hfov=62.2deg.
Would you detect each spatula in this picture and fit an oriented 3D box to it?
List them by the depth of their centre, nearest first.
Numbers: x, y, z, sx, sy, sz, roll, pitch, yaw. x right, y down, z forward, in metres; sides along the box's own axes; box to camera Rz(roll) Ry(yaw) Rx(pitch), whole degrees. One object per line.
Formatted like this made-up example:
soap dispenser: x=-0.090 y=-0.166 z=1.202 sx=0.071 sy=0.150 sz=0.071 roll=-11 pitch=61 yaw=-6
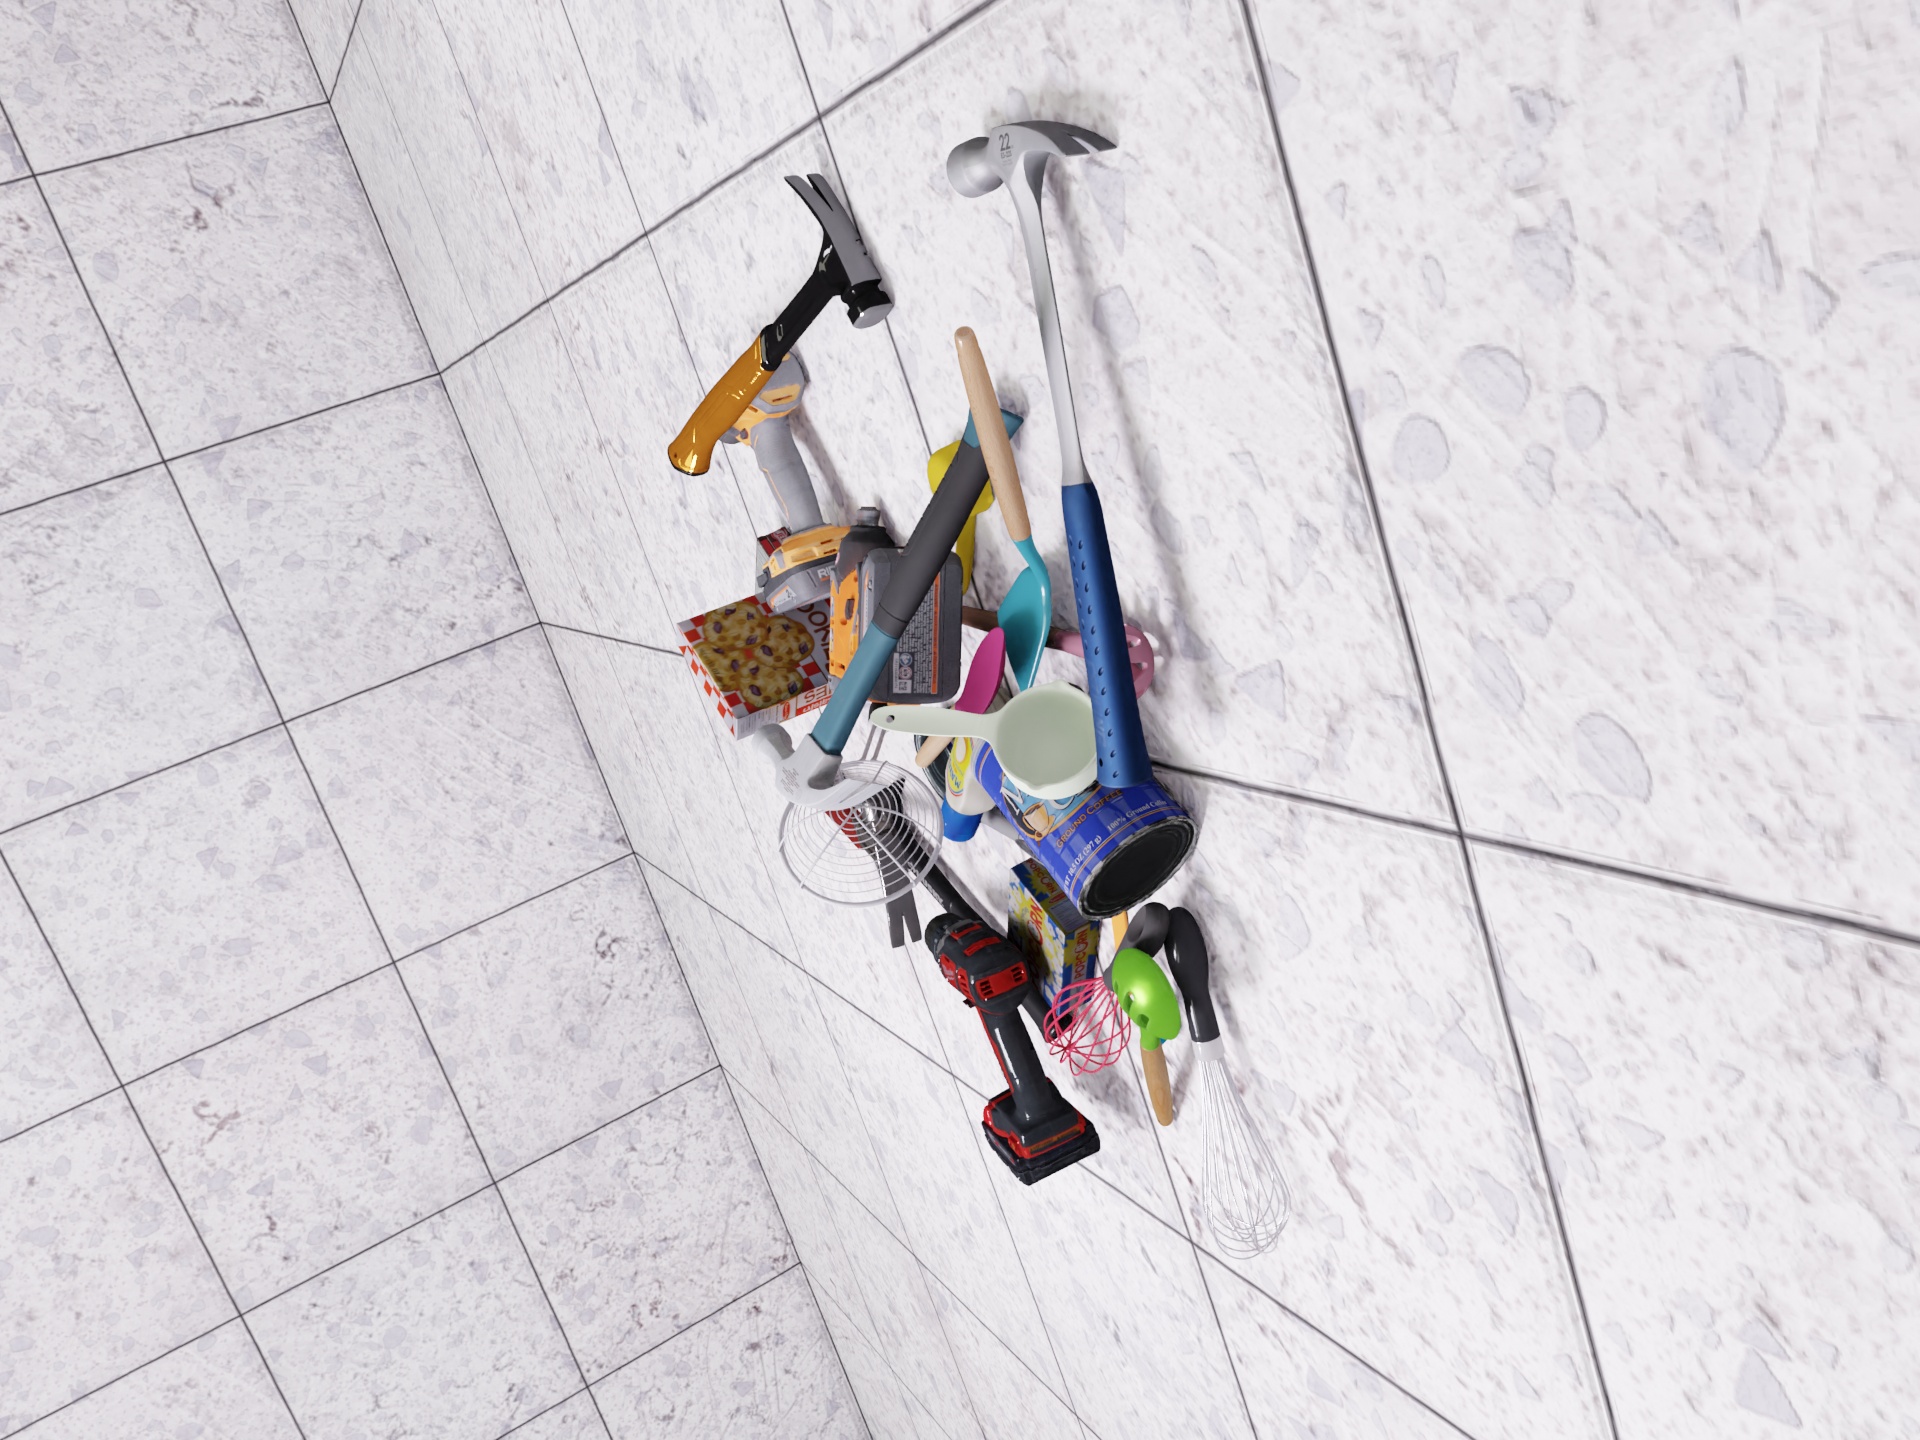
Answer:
spatula: x=0.025 y=-0.135 z=1.045 sx=0.317 sy=0.044 sz=0.082 roll=69 pitch=-176 yaw=-55

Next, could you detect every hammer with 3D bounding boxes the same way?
hammer: x=0.071 y=-0.155 z=0.968 sx=0.144 sy=0.035 sz=0.405 roll=15 pitch=119 yaw=62
hammer: x=-0.048 y=-0.079 z=1.138 sx=0.128 sy=0.033 sz=0.331 roll=46 pitch=115 yaw=43
hammer: x=-0.171 y=-0.303 z=1.317 sx=0.337 sy=0.034 sz=0.127 roll=-34 pitch=81 yaw=52
hammer: x=0.006 y=0.190 z=1.552 sx=0.335 sy=0.035 sz=0.146 roll=46 pitch=152 yaw=40
hammer: x=-0.111 y=0.114 z=1.648 sx=0.359 sy=0.036 sz=0.149 roll=-150 pitch=48 yaw=-71

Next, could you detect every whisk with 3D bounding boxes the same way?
whisk: x=0.190 y=0.272 z=1.184 sx=0.070 sy=0.070 sz=0.284 roll=9 pitch=116 yaw=65
whisk: x=0.118 y=0.209 z=1.240 sx=0.073 sy=0.073 sz=0.295 roll=56 pitch=156 yaw=22

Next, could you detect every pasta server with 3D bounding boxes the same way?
pasta server: x=0.055 y=-0.061 z=1.169 sx=0.316 sy=0.040 sz=0.060 roll=22 pitch=122 yaw=62

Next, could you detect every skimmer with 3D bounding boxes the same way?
skimmer: x=-0.072 y=0.048 z=1.337 sx=0.363 sy=0.127 sz=0.090 roll=-82 pitch=-11 yaw=-74

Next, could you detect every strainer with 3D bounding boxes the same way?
strainer: x=0.061 y=0.096 z=1.318 sx=0.086 sy=0.050 sz=0.258 roll=26 pitch=179 yaw=-23

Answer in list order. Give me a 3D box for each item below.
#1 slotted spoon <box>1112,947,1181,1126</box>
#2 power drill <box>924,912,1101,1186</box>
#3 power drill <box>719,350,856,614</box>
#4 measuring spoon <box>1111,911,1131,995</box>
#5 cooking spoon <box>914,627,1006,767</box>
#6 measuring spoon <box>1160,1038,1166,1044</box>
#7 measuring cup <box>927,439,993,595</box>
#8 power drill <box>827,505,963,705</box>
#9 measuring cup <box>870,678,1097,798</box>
slotted spoon: x=0.148 y=0.257 z=1.220 sx=0.070 sy=0.031 sz=0.313 roll=48 pitch=167 yaw=31
power drill: x=0.034 y=0.283 z=1.438 sx=0.226 sy=0.080 sz=0.188 roll=71 pitch=166 yaw=-12
power drill: x=-0.170 y=-0.217 z=1.468 sx=0.185 sy=0.084 sz=0.226 roll=-11 pitch=98 yaw=68
measuring spoon: x=0.127 y=0.183 z=1.293 sx=0.021 sy=0.011 sz=0.116 roll=41 pitch=148 yaw=46
cooking spoon: x=-0.002 y=-0.004 z=1.259 sx=0.319 sy=0.017 sz=0.069 roll=130 pitch=151 yaw=-71
measuring spoon: x=0.158 y=0.222 z=1.228 sx=0.128 sy=0.021 sz=0.042 roll=92 pitch=167 yaw=-66
measuring cup: x=-0.006 y=-0.147 z=1.225 sx=0.062 sy=0.029 sz=0.156 roll=52 pitch=154 yaw=31
power drill: x=-0.061 y=-0.095 z=1.299 sx=0.226 sy=0.084 sz=0.164 roll=-160 pitch=70 yaw=-74
measuring cup: x=0.020 y=0.012 z=1.088 sx=0.167 sy=0.083 sz=0.038 roll=6 pitch=156 yaw=20
